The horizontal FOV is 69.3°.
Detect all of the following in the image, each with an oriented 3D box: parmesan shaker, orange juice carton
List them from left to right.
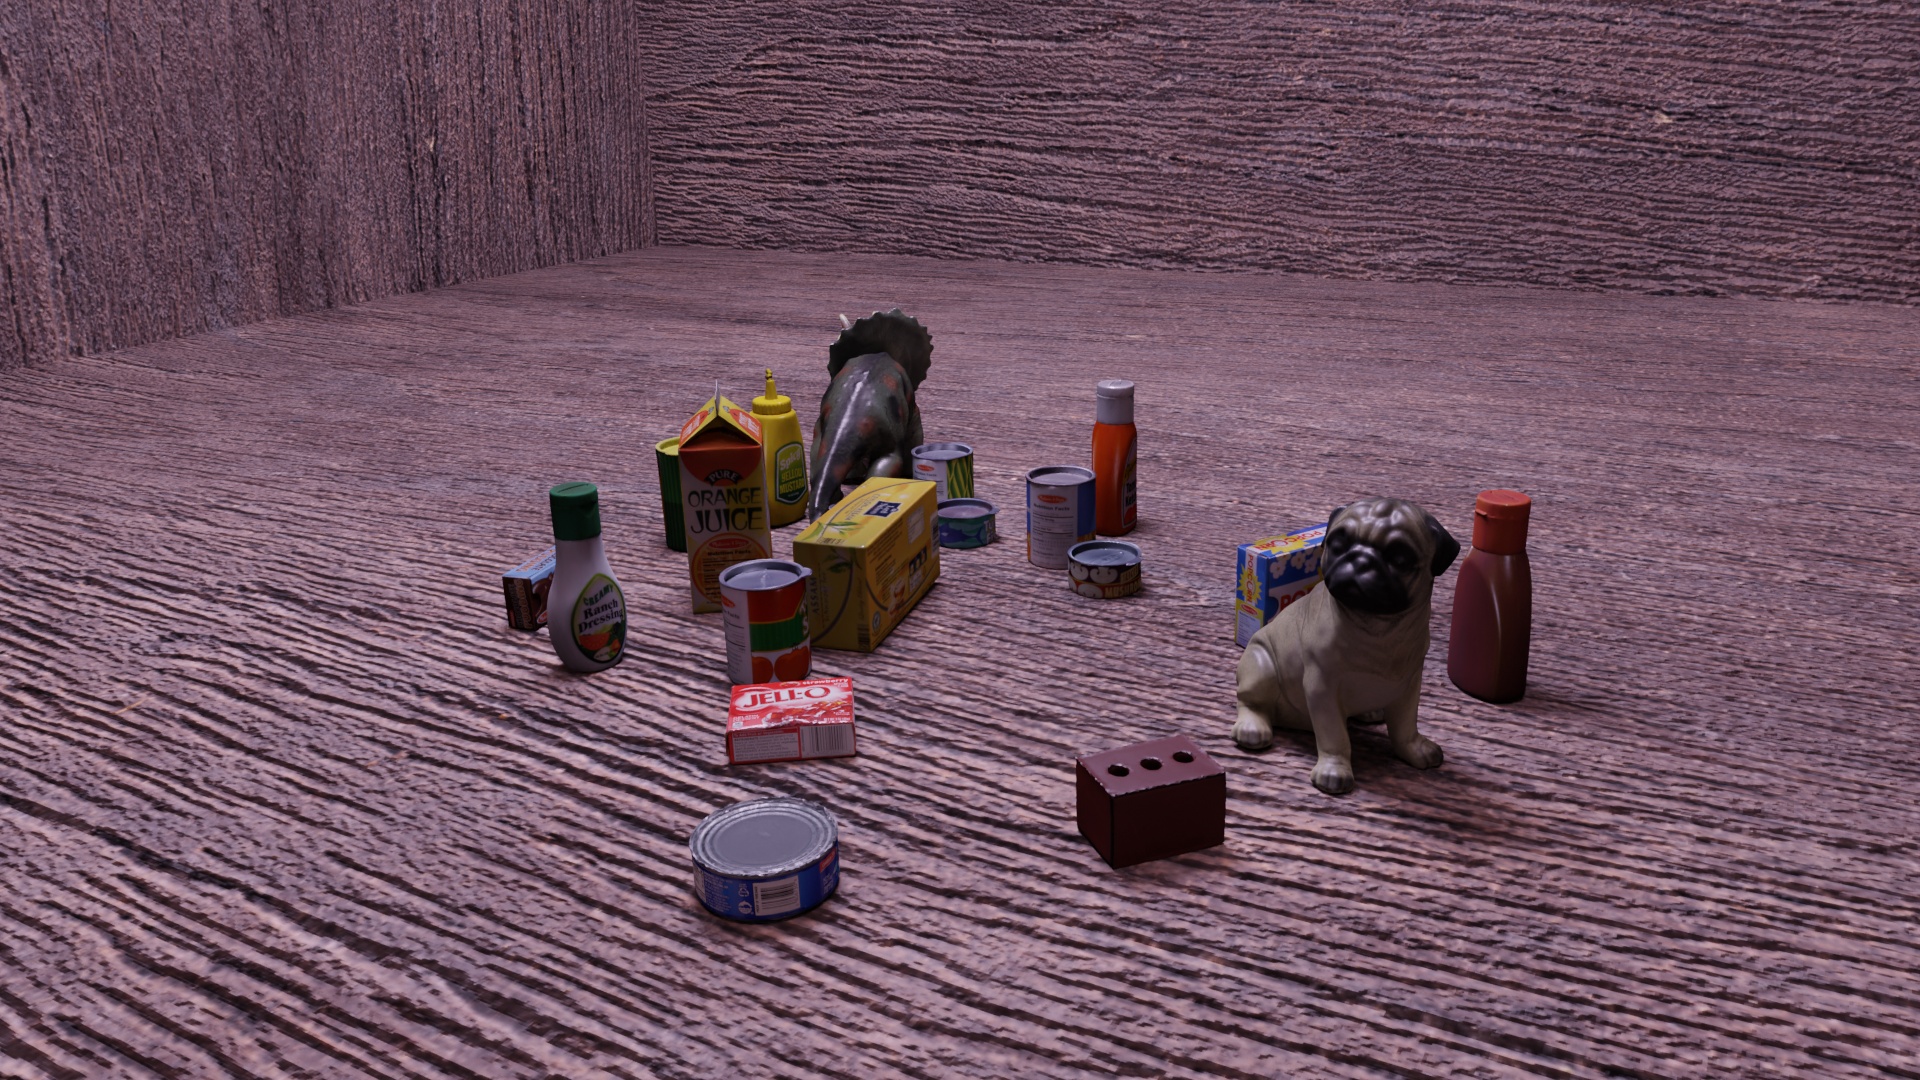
[{"bbox_3d":[-0.265,-0.046,1.374,0.071,0.102,0.071,-2,19,1],"label":"parmesan shaker"},{"bbox_3d":[-0.206,-0.039,1.216,0.073,0.192,0.072,-4,19,-7],"label":"orange juice carton"}]

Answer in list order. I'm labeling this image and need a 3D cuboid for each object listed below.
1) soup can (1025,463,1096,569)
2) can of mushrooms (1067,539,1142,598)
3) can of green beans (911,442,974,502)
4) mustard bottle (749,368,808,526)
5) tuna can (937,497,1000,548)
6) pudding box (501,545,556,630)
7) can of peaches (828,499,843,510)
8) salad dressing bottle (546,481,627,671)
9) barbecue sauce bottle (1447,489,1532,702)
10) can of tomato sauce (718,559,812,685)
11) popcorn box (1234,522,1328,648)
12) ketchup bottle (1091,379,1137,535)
[{"bbox_3d":[0.096,-0.024,1.308,0.071,0.083,0.071,-2,19,1],"label":"soup can"},{"bbox_3d":[0.130,0.026,1.240,0.071,0.033,0.071,-2,19,1],"label":"can of mushrooms"},{"bbox_3d":[-0.018,-0.069,1.485,0.071,0.057,0.071,-2,19,1],"label":"can of green beans"},{"bbox_3d":[-0.192,-0.096,1.426,0.049,0.159,0.065,12,23,35],"label":"mustard bottle"},{"bbox_3d":[0.005,-0.017,1.374,0.071,0.032,0.071,-2,19,1],"label":"tuna can"},{"bbox_3d":[-0.363,0.040,1.218,0.030,0.049,0.084,4,20,17],"label":"pudding box"},{"bbox_3d":[-0.087,-0.006,1.313,0.071,0.057,0.071,-2,19,1],"label":"can of peaches"},{"bbox_3d":[-0.298,0.029,1.097,0.044,0.147,0.064,13,24,37],"label":"salad dressing bottle"},{"bbox_3d":[0.387,0.039,1.007,0.044,0.148,0.065,-7,20,-15],"label":"barbecue sauce bottle"},{"bbox_3d":[-0.149,0.064,1.080,0.071,0.082,0.071,-2,19,1],"label":"can of tomato sauce"},{"bbox_3d":[0.280,0.036,1.120,0.127,0.085,0.038,-13,22,-29],"label":"popcorn box"},{"bbox_3d":[0.152,-0.083,1.375,0.043,0.148,0.065,6,20,22],"label":"ketchup bottle"}]
